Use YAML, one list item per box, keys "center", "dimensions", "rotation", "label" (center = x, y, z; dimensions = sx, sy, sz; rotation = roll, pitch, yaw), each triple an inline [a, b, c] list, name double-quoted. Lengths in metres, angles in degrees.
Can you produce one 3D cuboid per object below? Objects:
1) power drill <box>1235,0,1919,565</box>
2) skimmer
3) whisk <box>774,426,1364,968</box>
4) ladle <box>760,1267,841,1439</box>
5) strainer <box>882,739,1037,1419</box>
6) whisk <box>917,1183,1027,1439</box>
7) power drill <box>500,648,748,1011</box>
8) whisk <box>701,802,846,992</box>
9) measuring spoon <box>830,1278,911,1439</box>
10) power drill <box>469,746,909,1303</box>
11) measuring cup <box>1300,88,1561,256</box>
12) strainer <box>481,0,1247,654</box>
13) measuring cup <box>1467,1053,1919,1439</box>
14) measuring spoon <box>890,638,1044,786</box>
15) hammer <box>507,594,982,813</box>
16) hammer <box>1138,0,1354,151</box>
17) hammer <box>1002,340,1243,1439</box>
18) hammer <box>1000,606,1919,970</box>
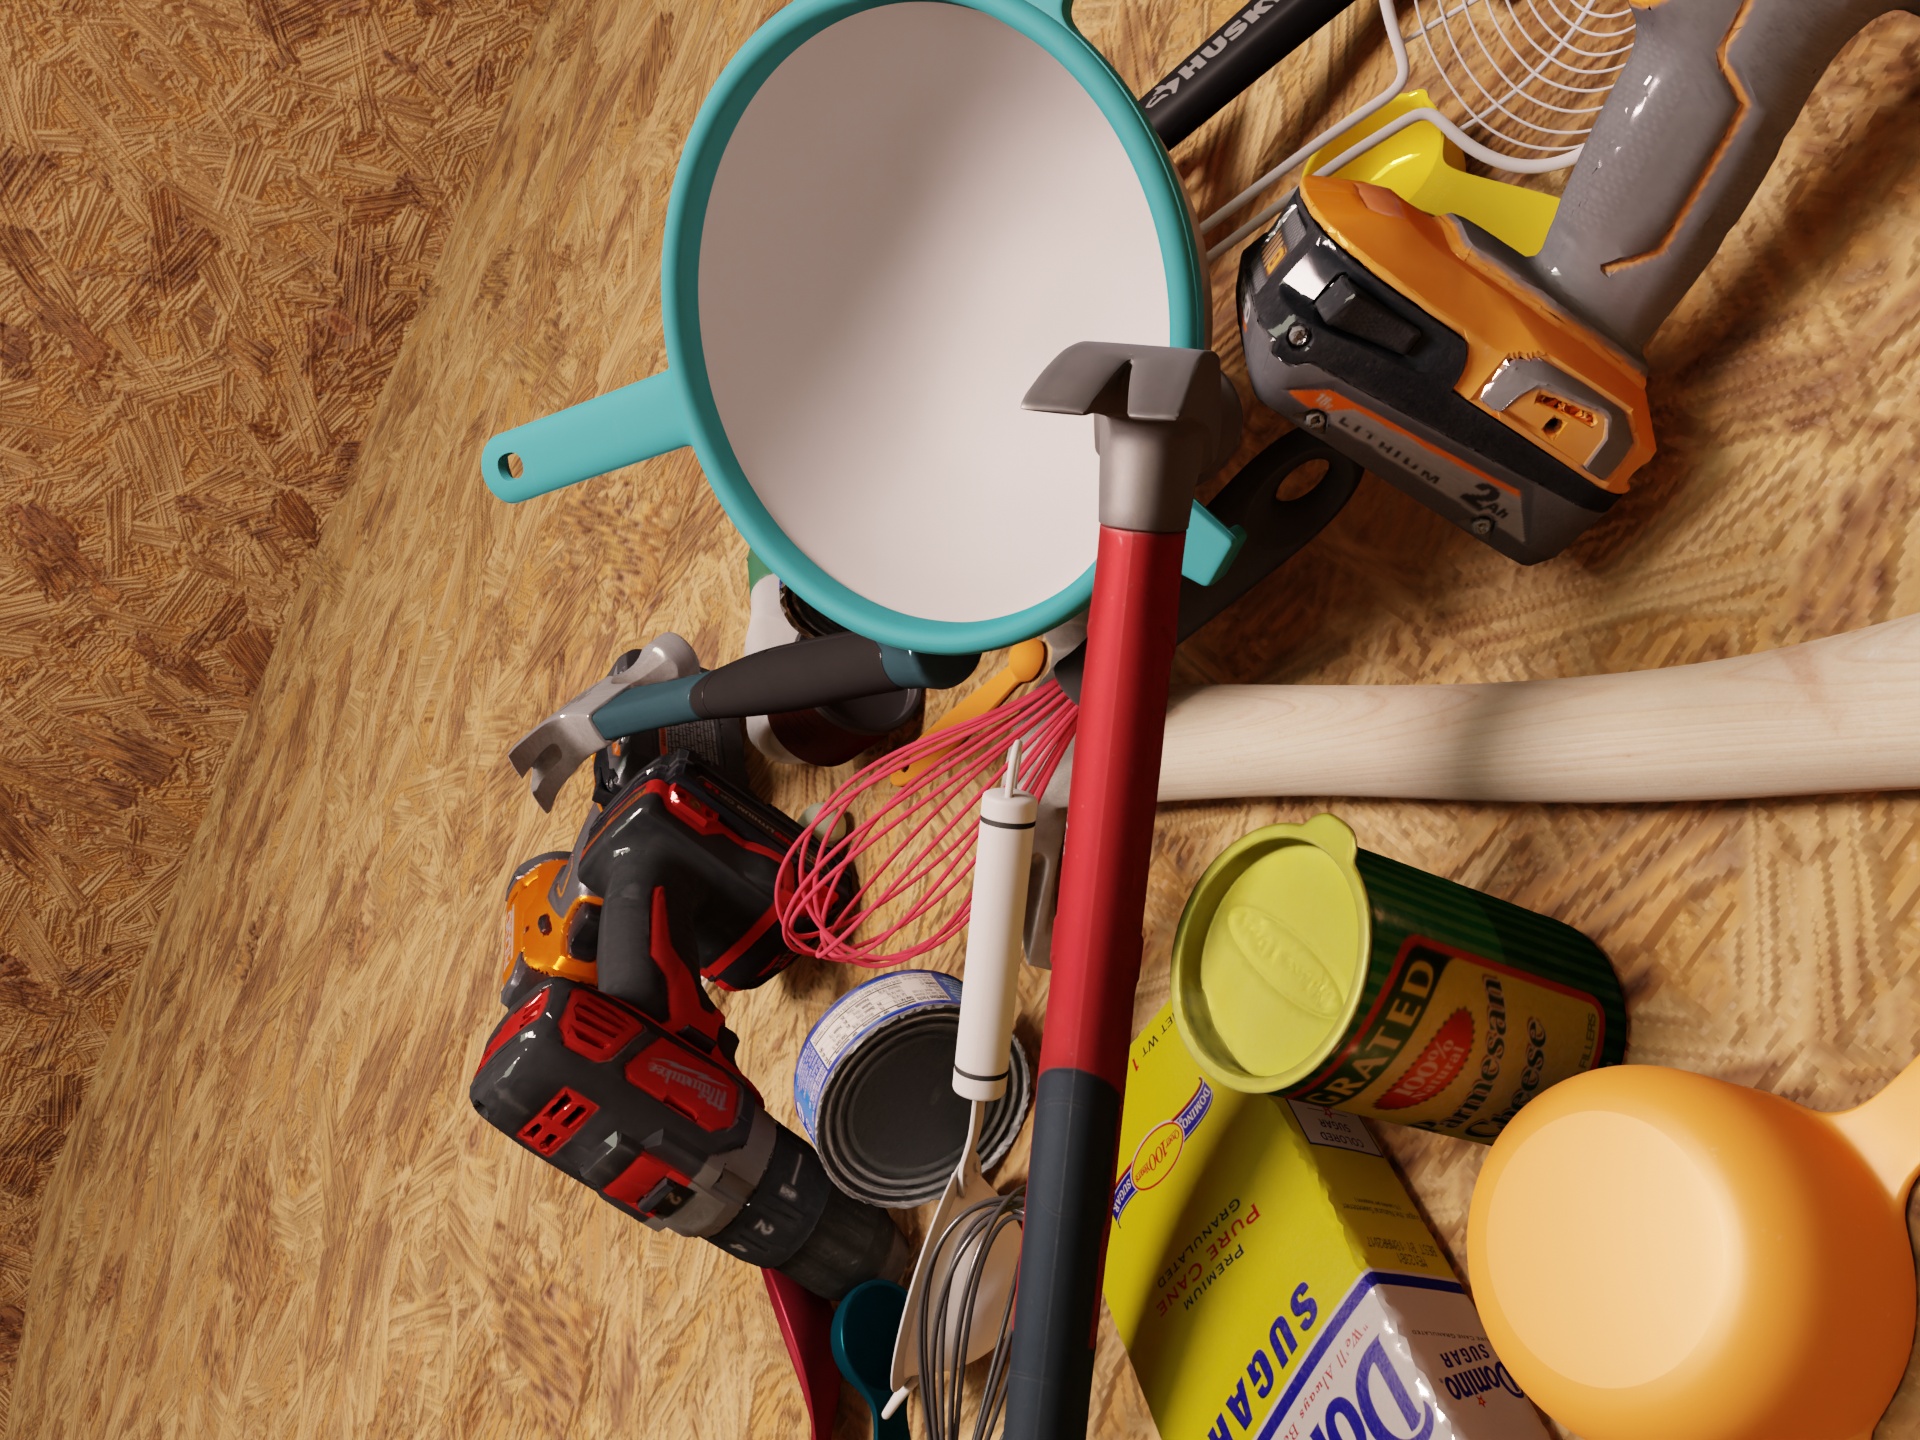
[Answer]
- center: [0.160, -0.172, 0.405]
  dimensions: [0.226, 0.185, 0.084]
  rotation: [-53, 17, 31]
  label: "power drill"
- center: [0.075, -0.172, 0.547]
  dimensions: [0.363, 0.090, 0.127]
  rotation: [-32, 79, 31]
  label: "skimmer"
- center: [0.030, 0.000, 0.563]
  dimensions: [0.295, 0.073, 0.073]
  rotation: [-44, 39, 30]
  label: "whisk"
- center: [-0.046, 0.346, 0.577]
  dimensions: [0.069, 0.031, 0.316]
  rotation: [91, 170, -52]
  label: "ladle"
- center: [0.008, 0.133, 0.554]
  dimensions: [0.087, 0.050, 0.258]
  rotation: [-29, -54, -71]
  label: "strainer"
- center: [-0.001, 0.262, 0.520]
  dimensions: [0.055, 0.055, 0.239]
  rotation: [24, 105, 59]
  label: "whisk"
- center: [-0.203, 0.091, 0.921]
  dimensions: [0.226, 0.084, 0.164]
  rotation: [-57, 29, 27]
  label: "power drill"
- center: [-0.133, 0.129, 0.834]
  dimensions: [0.059, 0.057, 0.246]
  rotation: [49, 117, 17]
  label: "whisk"
- center: [-0.031, 0.276, 0.590]
  dimensions: [0.021, 0.042, 0.129]
  rotation: [-29, 56, 40]
  label: "measuring spoon"
- center: [-0.099, 0.130, 0.683]
  dimensions: [0.080, 0.187, 0.227]
  rotation: [-45, 20, 20]
  label: "power drill"
- center: [0.178, -0.167, 0.535]
  dimensions: [0.062, 0.029, 0.157]
  rotation: [-54, 45, 9]
  label: "measuring cup"
- center: [-0.043, -0.128, 0.575]
  dimensions: [0.340, 0.095, 0.211]
  rotation: [-7, 102, 41]
  label: "strainer"
- center: [0.181, 0.092, 0.344]
  dimensions: [0.173, 0.052, 0.095]
  rotation: [-55, 34, 27]
  label: "measuring cup"
- center: [-0.001, -0.002, 0.726]
  dimensions: [0.117, 0.011, 0.021]
  rotation: [-42, 41, 39]
  label: "measuring spoon"
- center: [-0.099, -0.014, 0.692]
  dimensions: [0.128, 0.033, 0.331]
  rotation: [-41, 19, -32]
  label: "hammer"
- center: [0.055, -0.224, 0.641]
  dimensions: [0.334, 0.035, 0.146]
  rotation: [-38, 41, 13]
  label: "hammer"
- center: [0.029, 0.100, 0.413]
  dimensions: [0.143, 0.038, 0.386]
  rotation: [-38, -46, -73]
  label: "hammer"
- center: [0.142, 0.015, 0.469]
  dimensions: [0.411, 0.038, 0.146]
  rotation: [-5, 70, 56]
  label: "hammer"
